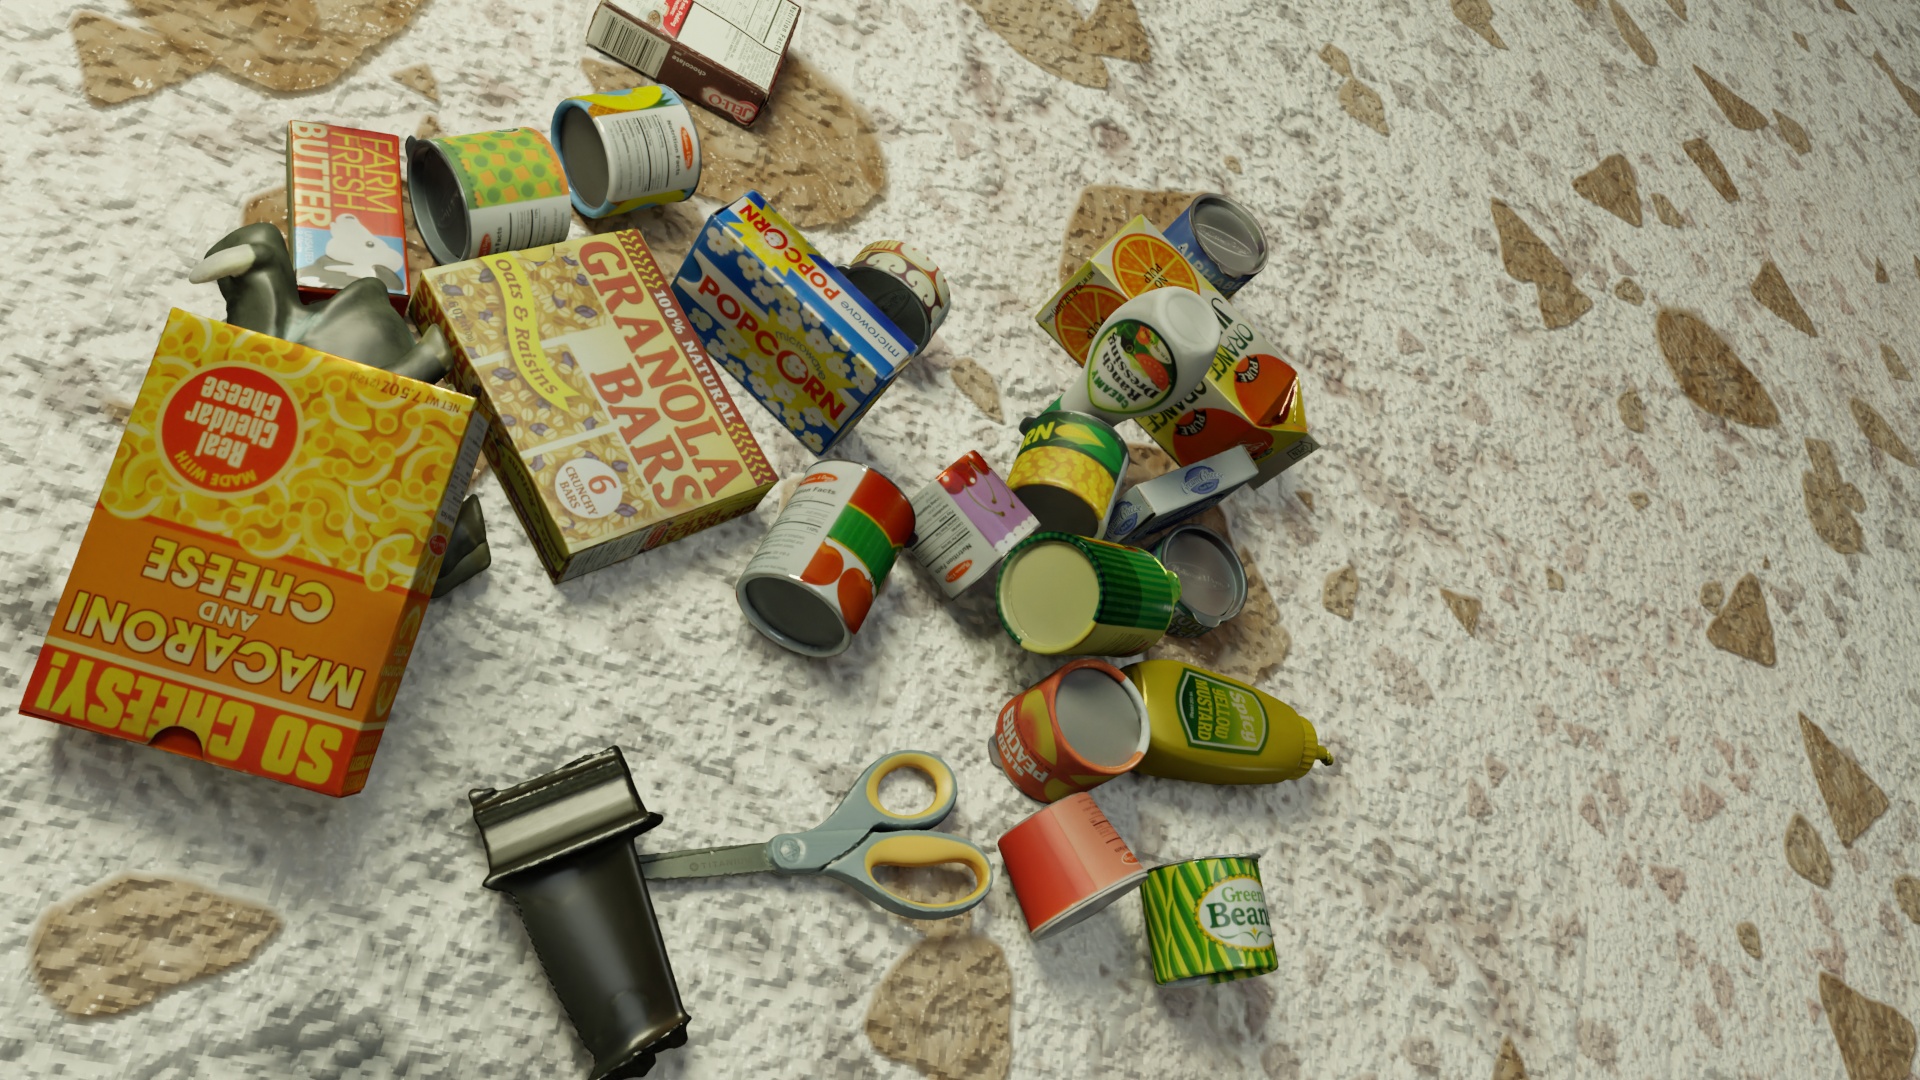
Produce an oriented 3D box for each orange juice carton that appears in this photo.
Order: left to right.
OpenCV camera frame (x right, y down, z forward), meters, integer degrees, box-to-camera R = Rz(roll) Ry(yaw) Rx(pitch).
[{"bbox_3d":[0.151,-0.115,0.924,0.192,0.071,0.073,45,51,-2],"label":"orange juice carton"}]

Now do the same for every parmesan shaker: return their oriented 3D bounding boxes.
[{"bbox_3d":[0.072,0.030,0.769,0.103,0.071,0.071,11,54,-62],"label":"parmesan shaker"}]

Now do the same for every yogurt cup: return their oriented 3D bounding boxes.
[{"bbox_3d":[0.055,0.166,0.716,0.072,0.072,0.054,-14,65,-36],"label":"yogurt cup"}]

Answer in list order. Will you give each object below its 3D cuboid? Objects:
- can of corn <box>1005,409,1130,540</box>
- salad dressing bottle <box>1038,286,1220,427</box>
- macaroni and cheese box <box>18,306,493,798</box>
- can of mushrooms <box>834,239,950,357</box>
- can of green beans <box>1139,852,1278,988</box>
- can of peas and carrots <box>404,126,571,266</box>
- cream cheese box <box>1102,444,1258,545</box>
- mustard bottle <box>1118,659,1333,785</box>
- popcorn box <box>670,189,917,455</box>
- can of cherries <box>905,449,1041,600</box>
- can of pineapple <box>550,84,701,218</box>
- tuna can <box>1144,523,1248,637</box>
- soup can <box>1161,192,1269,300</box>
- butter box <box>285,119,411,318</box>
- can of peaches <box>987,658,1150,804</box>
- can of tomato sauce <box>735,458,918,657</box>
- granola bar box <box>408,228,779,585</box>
[{"bbox_3d":[0.060,-0.035,0.828,0.071,0.071,0.058,32,53,-13],"label":"can of corn"},{"bbox_3d":[0.094,-0.093,0.827,0.064,0.147,0.044,51,52,2],"label":"salad dressing bottle"},{"bbox_3d":[-0.277,0.005,0.555,0.124,0.040,0.166,17,81,-6],"label":"macaroni and cheese box"},{"bbox_3d":[-0.043,-0.144,0.823,0.071,0.070,0.034,39,51,-8],"label":"can of mushrooms"},{"bbox_3d":[0.131,0.203,0.740,0.071,0.071,0.058,7,62,-29],"label":"can of green beans"},{"bbox_3d":[-0.245,-0.180,0.719,0.059,0.070,0.071,-23,78,-39],"label":"can of peas and carrots"},{"bbox_3d":[0.136,-0.027,0.878,0.104,0.053,0.024,-21,75,-38],"label":"cream cheese box"},{"bbox_3d":[0.160,0.113,0.819,0.160,0.048,0.065,14,60,-25],"label":"mustard bottle"},{"bbox_3d":[-0.095,-0.118,0.765,0.126,0.085,0.038,44,50,-3],"label":"popcorn box"},{"bbox_3d":[0.003,-0.010,0.780,0.058,0.071,0.072,49,50,2],"label":"can of cherries"},{"bbox_3d":[-0.188,-0.218,0.777,0.058,0.070,0.071,-24,79,-38],"label":"can of pineapple"},{"bbox_3d":[0.143,0.028,0.865,0.071,0.032,0.071,15,58,-25],"label":"tuna can"},{"bbox_3d":[0.161,-0.187,0.962,0.071,0.083,0.071,14,58,-24],"label":"soup can"},{"bbox_3d":[-0.308,-0.161,0.697,0.053,0.024,0.104,1,64,-31],"label":"butter box"},{"bbox_3d":[0.059,0.104,0.755,0.071,0.057,0.071,15,58,-25],"label":"can of peaches"},{"bbox_3d":[-0.068,0.010,0.724,0.071,0.071,0.083,35,52,-11],"label":"can of tomato sauce"},{"bbox_3d":[-0.187,-0.075,0.714,0.125,0.039,0.165,-23,79,-38],"label":"granola bar box"}]
